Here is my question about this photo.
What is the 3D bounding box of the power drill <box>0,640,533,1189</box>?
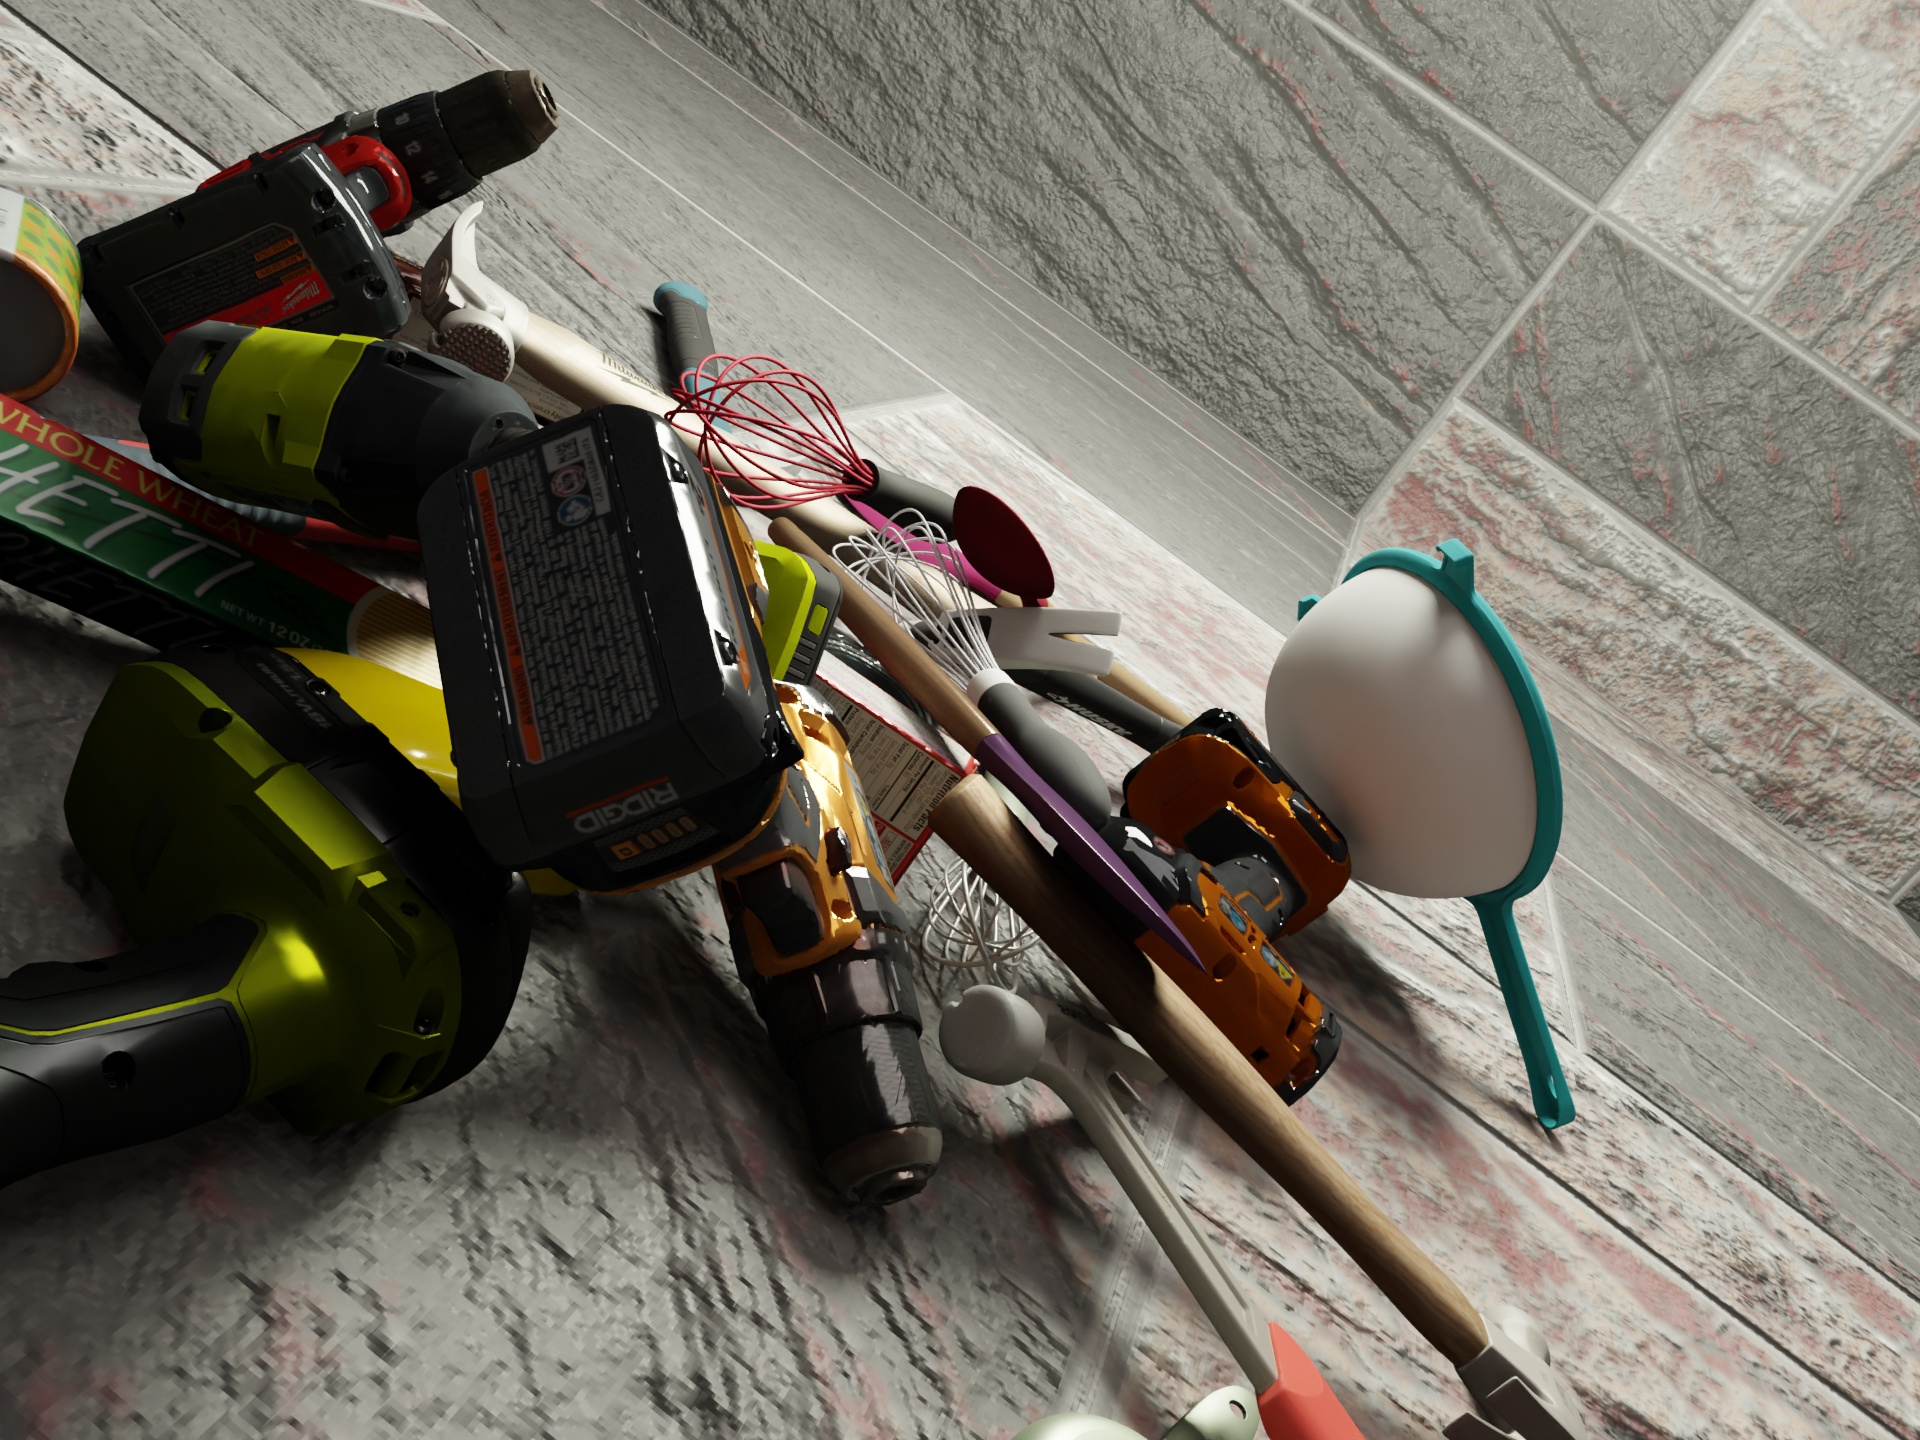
[{"bbox_3d":[-0.224,0.051,0.342,0.190,0.080,0.228,41,24,11],"label":"power drill"}]

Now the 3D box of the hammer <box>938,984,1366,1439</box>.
[{"bbox_3d":[0.119,0.231,0.488,0.149,0.036,0.359,35,14,-52],"label":"hammer"}]

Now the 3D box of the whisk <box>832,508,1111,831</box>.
[{"bbox_3d":[0.003,-0.026,0.758,0.070,0.070,0.285,21,19,-33],"label":"whisk"}]

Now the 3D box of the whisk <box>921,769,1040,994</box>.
[{"bbox_3d":[0.019,0.057,0.749,0.246,0.058,0.059,-76,144,-71],"label":"whisk"}]

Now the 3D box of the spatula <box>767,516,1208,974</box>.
[{"bbox_3d":[-0.001,-0.002,0.662,0.316,0.018,0.059,46,-3,38],"label":"spatula"}]

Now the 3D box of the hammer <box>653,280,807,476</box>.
[{"bbox_3d":[-0.180,-0.235,1.080,0.128,0.033,0.331,24,24,-26],"label":"hammer"}]

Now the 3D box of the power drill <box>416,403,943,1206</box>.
[{"bbox_3d":[-0.066,0.039,0.478,0.226,0.084,0.186,64,6,-60],"label":"power drill"}]

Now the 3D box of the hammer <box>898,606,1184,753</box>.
[{"bbox_3d":[0.122,0.009,0.941,0.334,0.035,0.146,26,-19,-39],"label":"hammer"}]

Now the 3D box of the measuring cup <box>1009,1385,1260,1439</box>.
[{"bbox_3d":[0.061,0.220,0.460,0.083,0.038,0.167,44,24,22],"label":"measuring cup"}]

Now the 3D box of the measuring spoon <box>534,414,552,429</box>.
[{"bbox_3d":[-0.230,-0.152,0.860,0.034,0.018,0.124,28,15,-3],"label":"measuring spoon"}]

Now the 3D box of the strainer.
[{"bbox_3d":[0.253,0.077,0.893,0.211,0.095,0.340,156,-84,-77],"label":"strainer"}]

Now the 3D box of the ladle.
[{"bbox_3d":[0.048,-0.061,0.920,0.069,0.031,0.315,42,0,19],"label":"ladle"}]

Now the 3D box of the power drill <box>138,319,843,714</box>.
[{"bbox_3d":[-0.148,-0.064,0.568,0.171,0.080,0.223,14,-9,33],"label":"power drill"}]

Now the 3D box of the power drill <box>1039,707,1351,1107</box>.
[{"bbox_3d":[0.116,0.073,0.773,0.164,0.084,0.226,48,23,-3],"label":"power drill"}]

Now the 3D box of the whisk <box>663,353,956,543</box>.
[{"bbox_3d":[-0.062,-0.131,0.840,0.073,0.073,0.295,44,13,21],"label":"whisk"}]

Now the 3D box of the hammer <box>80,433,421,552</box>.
[{"bbox_3d":[-0.270,-0.096,0.639,0.143,0.038,0.386,45,23,27],"label":"hammer"}]

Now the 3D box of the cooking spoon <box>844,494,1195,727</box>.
[{"bbox_3d":[0.049,-0.073,1.098,0.319,0.017,0.069,36,22,5],"label":"cooking spoon"}]

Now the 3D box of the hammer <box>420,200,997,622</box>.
[{"bbox_3d":[-0.110,-0.135,0.886,0.410,0.038,0.146,30,26,-36],"label":"hammer"}]

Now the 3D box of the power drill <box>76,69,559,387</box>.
[{"bbox_3d":[-0.283,-0.236,0.733,0.227,0.188,0.080,-102,169,-59],"label":"power drill"}]

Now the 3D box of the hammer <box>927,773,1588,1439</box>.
[{"bbox_3d":[0.109,0.148,0.596,0.331,0.031,0.130,46,8,5],"label":"hammer"}]
